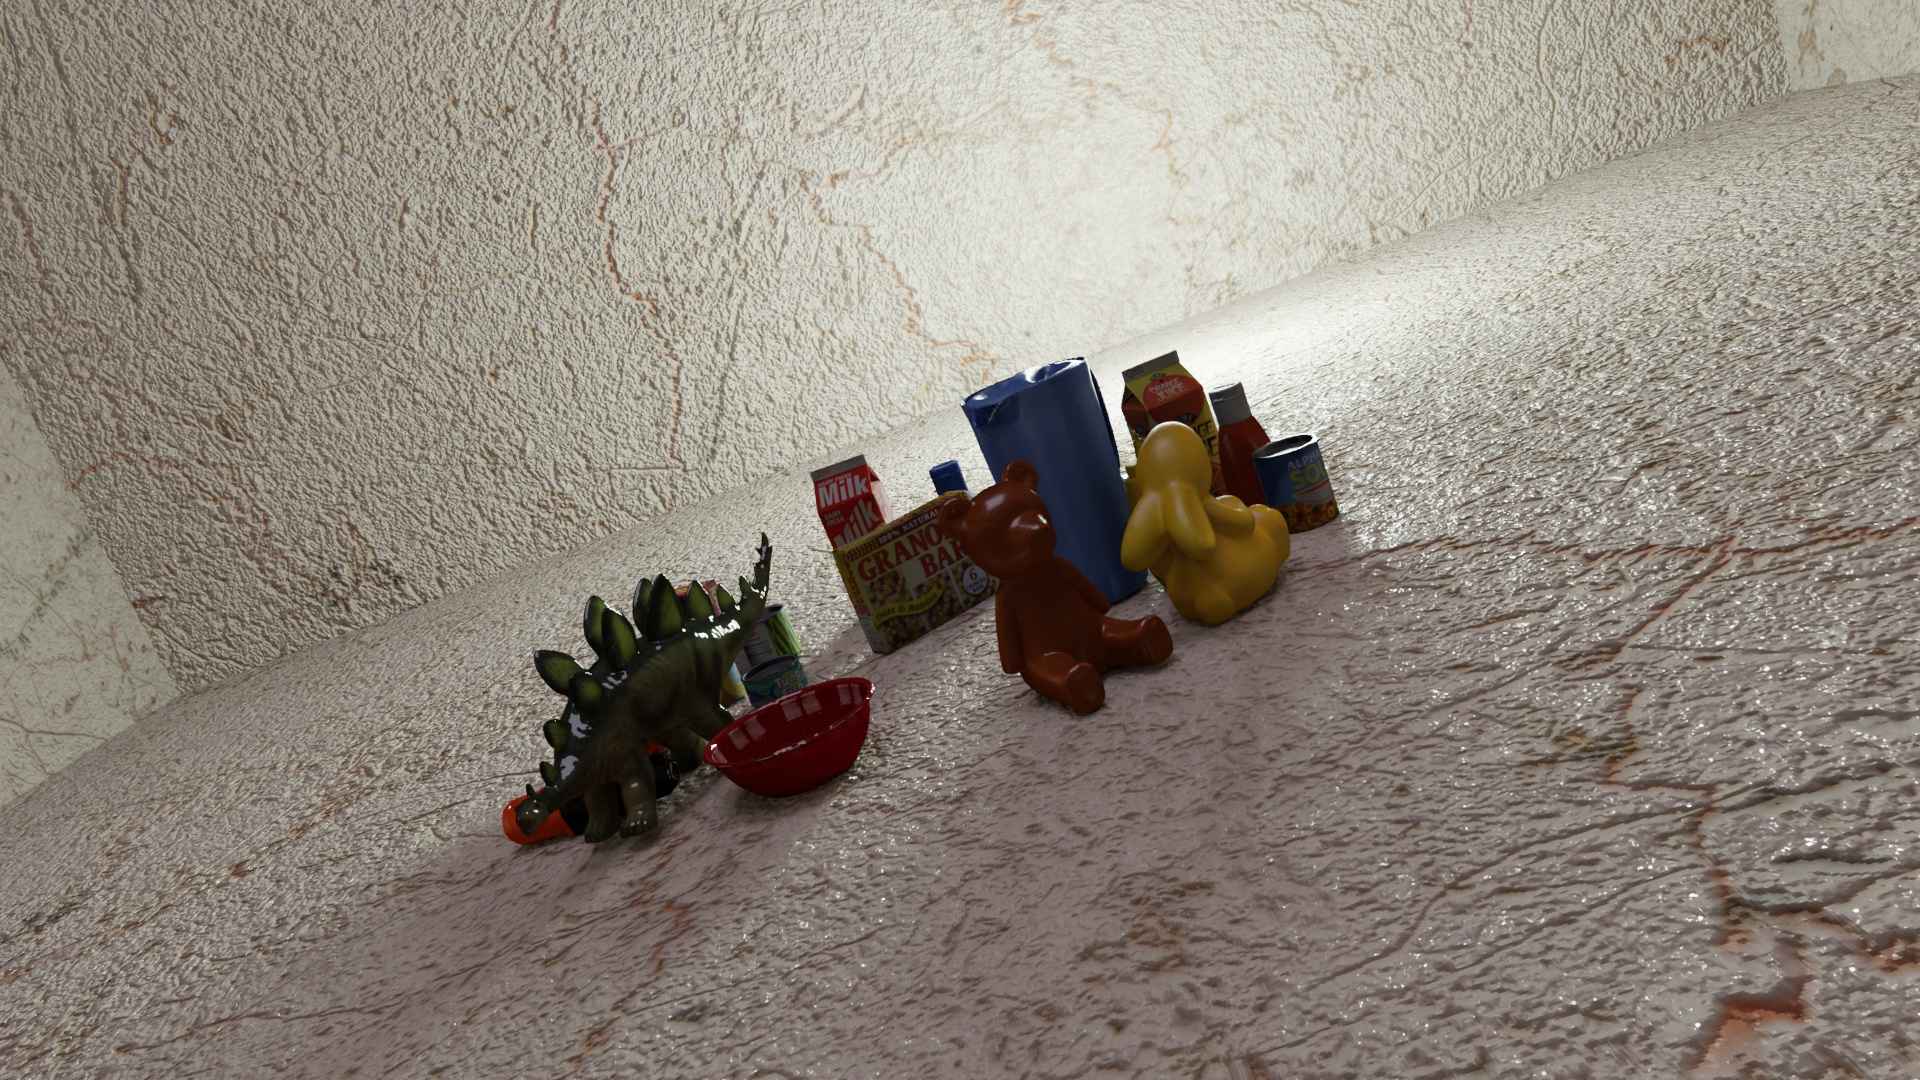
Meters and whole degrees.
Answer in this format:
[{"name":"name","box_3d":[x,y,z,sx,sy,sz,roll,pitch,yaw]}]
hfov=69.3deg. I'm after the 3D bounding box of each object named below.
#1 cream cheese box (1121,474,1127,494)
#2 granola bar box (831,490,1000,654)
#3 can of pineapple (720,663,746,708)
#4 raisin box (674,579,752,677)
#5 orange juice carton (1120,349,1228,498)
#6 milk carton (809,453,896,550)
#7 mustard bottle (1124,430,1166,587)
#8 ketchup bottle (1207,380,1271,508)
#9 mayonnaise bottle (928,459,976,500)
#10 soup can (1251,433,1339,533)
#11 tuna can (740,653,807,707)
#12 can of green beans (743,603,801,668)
[{"name":"cream cheese box","box_3d":[0.216,-0.047,1.614,0.024,0.053,0.104,-22,12,-3]},{"name":"granola bar box","box_3d":[-0.046,0.034,1.533,0.166,0.124,0.039,-28,14,-30]},{"name":"can of pineapple","box_3d":[-0.277,0.155,1.545,0.071,0.057,0.071,-20,12,5]},{"name":"raisin box","box_3d":[-0.301,0.113,1.610,0.086,0.123,0.040,-12,15,35]},{"name":"orange juice carton","box_3d":[0.236,-0.107,1.512,0.072,0.192,0.073,-24,12,-13]},{"name":"milk carton","box_3d":[-0.111,-0.004,1.645,0.072,0.190,0.073,-19,12,9]},{"name":"mustard bottle","box_3d":[0.195,-0.035,1.349,0.065,0.160,0.049,-24,12,-13]},{"name":"ketchup bottle","box_3d":[0.298,-0.092,1.449,0.064,0.148,0.044,-9,17,44]},{"name":"mayonnaise bottle","box_3d":[0.006,-0.020,1.621,0.065,0.147,0.041,-20,12,7]},{"name":"soup can","box_3d":[0.338,-0.057,1.391,0.071,0.083,0.071,-20,12,5]},{"name":"tuna can","box_3d":[-0.199,0.151,1.496,0.071,0.032,0.071,-20,12,5]},{"name":"can of green beans","box_3d":[-0.228,0.115,1.636,0.071,0.057,0.071,-20,12,5]}]
